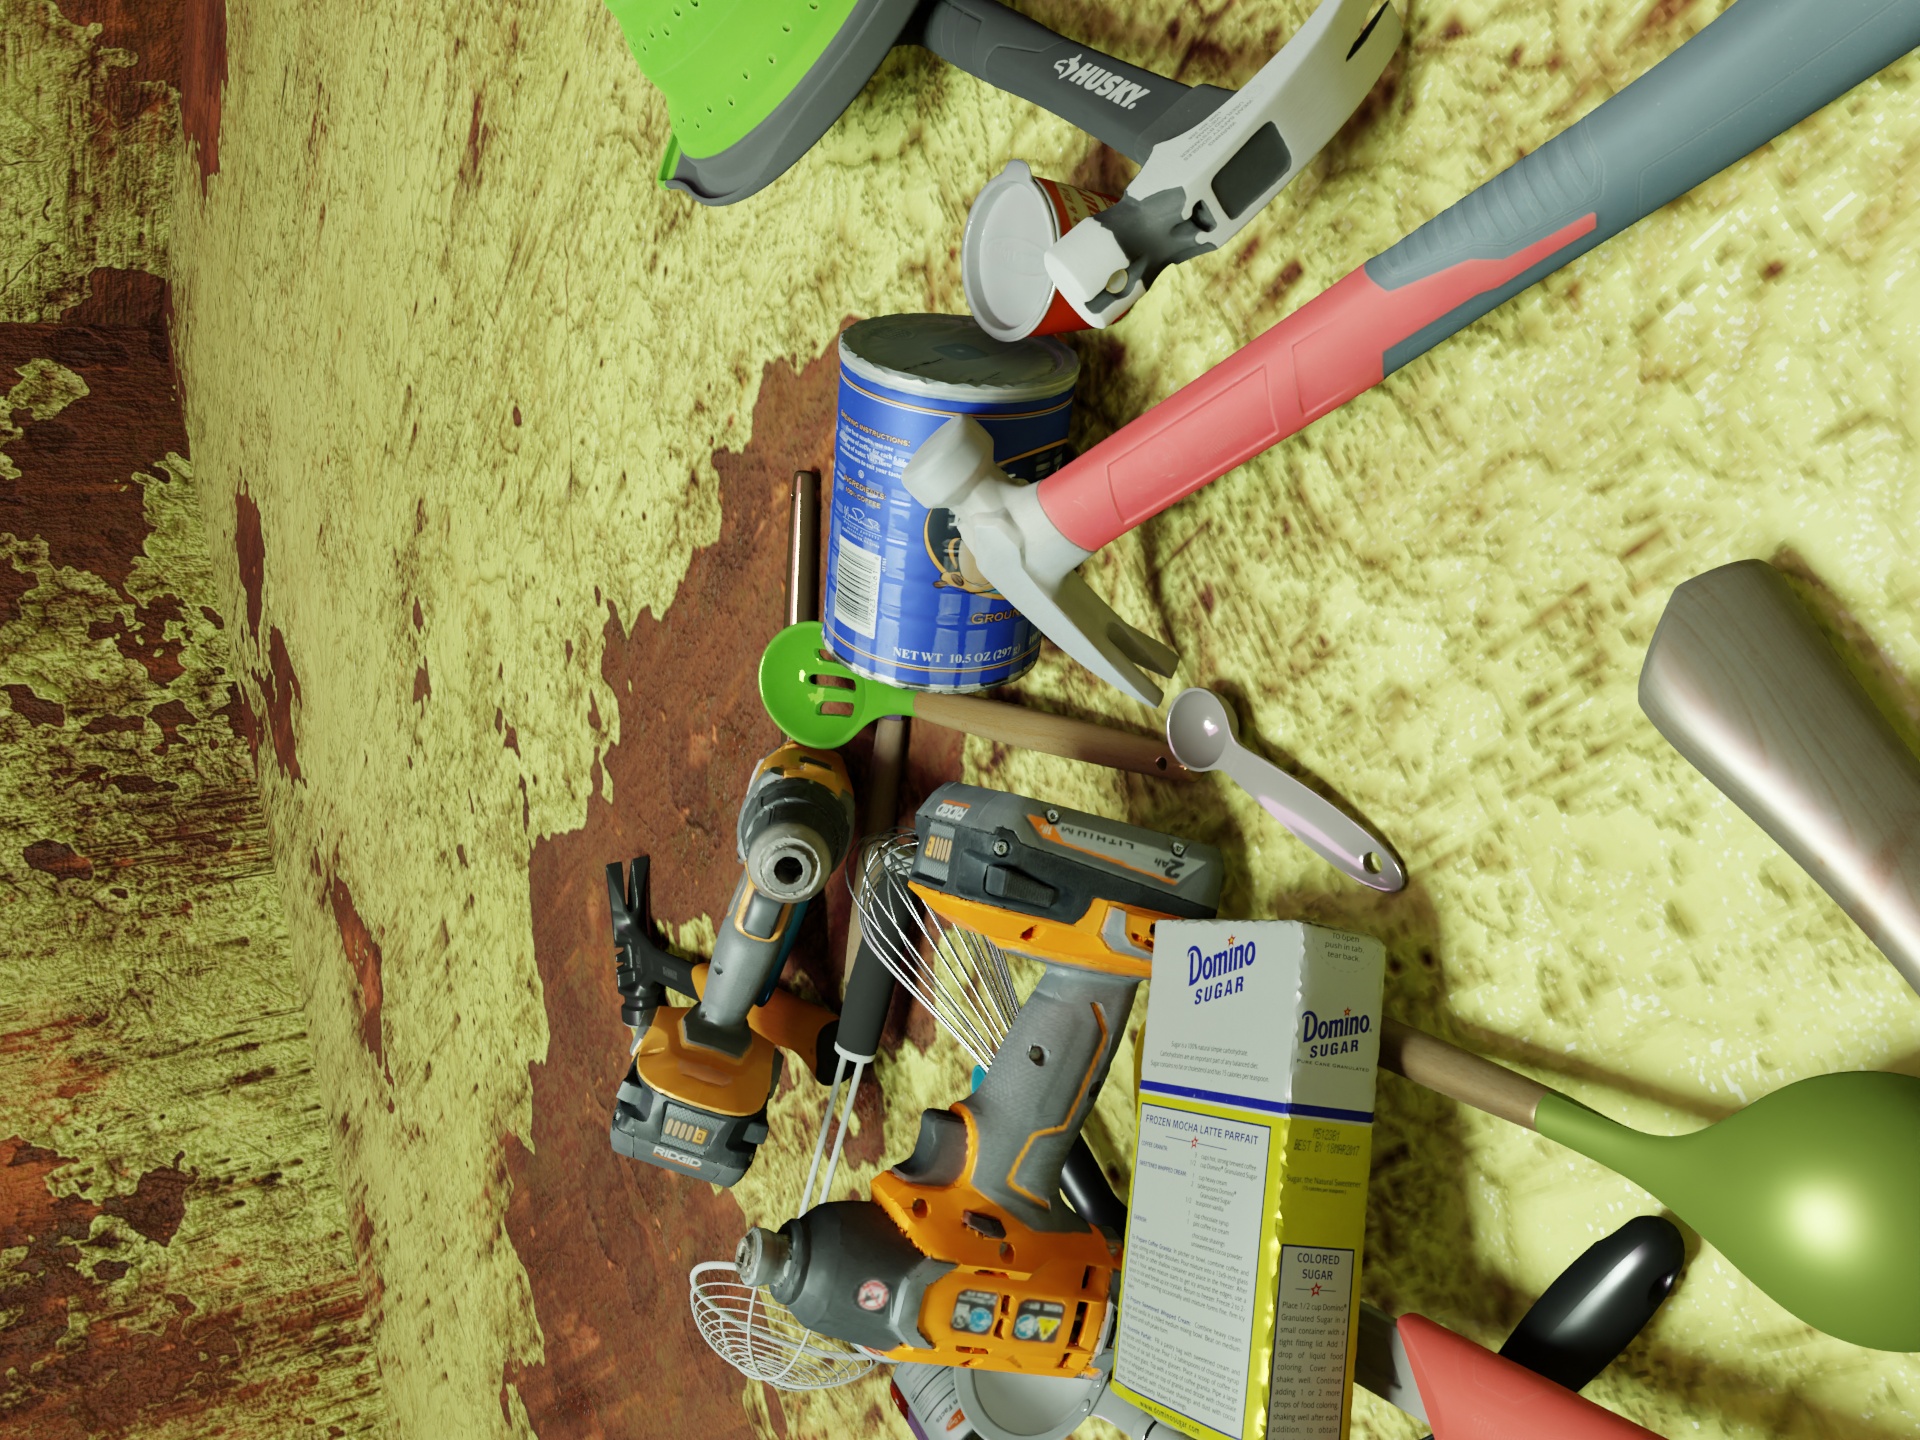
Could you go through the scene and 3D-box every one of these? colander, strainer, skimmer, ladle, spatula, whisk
[{"bbox_3d":[-0.046,-0.363,0.678,0.397,0.094,0.205,-12,58,47],"label":"colander"},{"bbox_3d":[0.082,0.322,0.721,0.259,0.050,0.087,13,63,50],"label":"strainer"},{"bbox_3d":[-0.071,0.235,0.925,0.090,0.127,0.363,-48,-26,-76],"label":"skimmer"},{"bbox_3d":[0.185,0.117,0.529,0.320,0.062,0.078,14,123,63],"label":"ladle"},{"bbox_3d":[-0.108,0.010,0.948,0.082,0.044,0.317,29,119,58],"label":"spatula"},{"bbox_3d":[-0.039,0.022,0.866,0.060,0.018,0.315,36,125,47],"label":"spatula"},{"bbox_3d":[0.181,0.251,0.553,0.055,0.055,0.238,52,132,38],"label":"whisk"},{"bbox_3d":[0.027,0.166,0.766,0.285,0.070,0.070,57,140,26],"label":"whisk"}]

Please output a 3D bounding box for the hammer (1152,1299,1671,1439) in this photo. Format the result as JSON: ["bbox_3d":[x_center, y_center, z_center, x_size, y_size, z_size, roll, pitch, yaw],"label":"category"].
[{"bbox_3d":[0.173,0.209,0.493,0.359,0.036,0.149,2,82,64],"label":"hammer"}]

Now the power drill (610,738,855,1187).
[{"bbox_3d":[-0.114,0.128,0.846,0.185,0.084,0.226,-114,44,-80],"label":"power drill"}]

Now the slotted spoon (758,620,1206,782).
[{"bbox_3d":[-0.001,-0.002,0.777,0.314,0.031,0.070,13,106,49],"label":"slotted spoon"}]

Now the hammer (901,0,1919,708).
[{"bbox_3d":[0.144,-0.118,0.511,0.143,0.038,0.386,42,140,-18],"label":"hammer"}]

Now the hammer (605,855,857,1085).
[{"bbox_3d":[-0.160,0.176,1.071,0.337,0.034,0.127,6,102,56],"label":"hammer"}]

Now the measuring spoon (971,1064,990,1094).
[{"bbox_3d":[0.020,0.231,0.825,0.042,0.021,0.128,-119,26,-57],"label":"measuring spoon"}]

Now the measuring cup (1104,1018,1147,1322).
[{"bbox_3d":[0.087,0.209,0.694,0.029,0.062,0.157,108,161,-75],"label":"measuring cup"}]

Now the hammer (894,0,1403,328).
[{"bbox_3d":[0.036,-0.266,0.637,0.146,0.035,0.335,-40,40,4],"label":"hammer"}]

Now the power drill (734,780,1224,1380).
[{"bbox_3d":[0.009,0.143,0.636,0.084,0.164,0.226,6,81,66],"label":"power drill"}]

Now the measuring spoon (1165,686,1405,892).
[{"bbox_3d":[0.128,0.027,0.619,0.124,0.018,0.034,42,125,37],"label":"measuring spoon"}]

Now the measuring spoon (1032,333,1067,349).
[{"bbox_3d":[0.027,-0.136,0.745,0.021,0.011,0.116,53,141,25],"label":"measuring spoon"}]

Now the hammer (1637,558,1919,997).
[{"bbox_3d":[0.283,0.122,0.340,0.146,0.038,0.411,-28,57,12],"label":"hammer"}]
